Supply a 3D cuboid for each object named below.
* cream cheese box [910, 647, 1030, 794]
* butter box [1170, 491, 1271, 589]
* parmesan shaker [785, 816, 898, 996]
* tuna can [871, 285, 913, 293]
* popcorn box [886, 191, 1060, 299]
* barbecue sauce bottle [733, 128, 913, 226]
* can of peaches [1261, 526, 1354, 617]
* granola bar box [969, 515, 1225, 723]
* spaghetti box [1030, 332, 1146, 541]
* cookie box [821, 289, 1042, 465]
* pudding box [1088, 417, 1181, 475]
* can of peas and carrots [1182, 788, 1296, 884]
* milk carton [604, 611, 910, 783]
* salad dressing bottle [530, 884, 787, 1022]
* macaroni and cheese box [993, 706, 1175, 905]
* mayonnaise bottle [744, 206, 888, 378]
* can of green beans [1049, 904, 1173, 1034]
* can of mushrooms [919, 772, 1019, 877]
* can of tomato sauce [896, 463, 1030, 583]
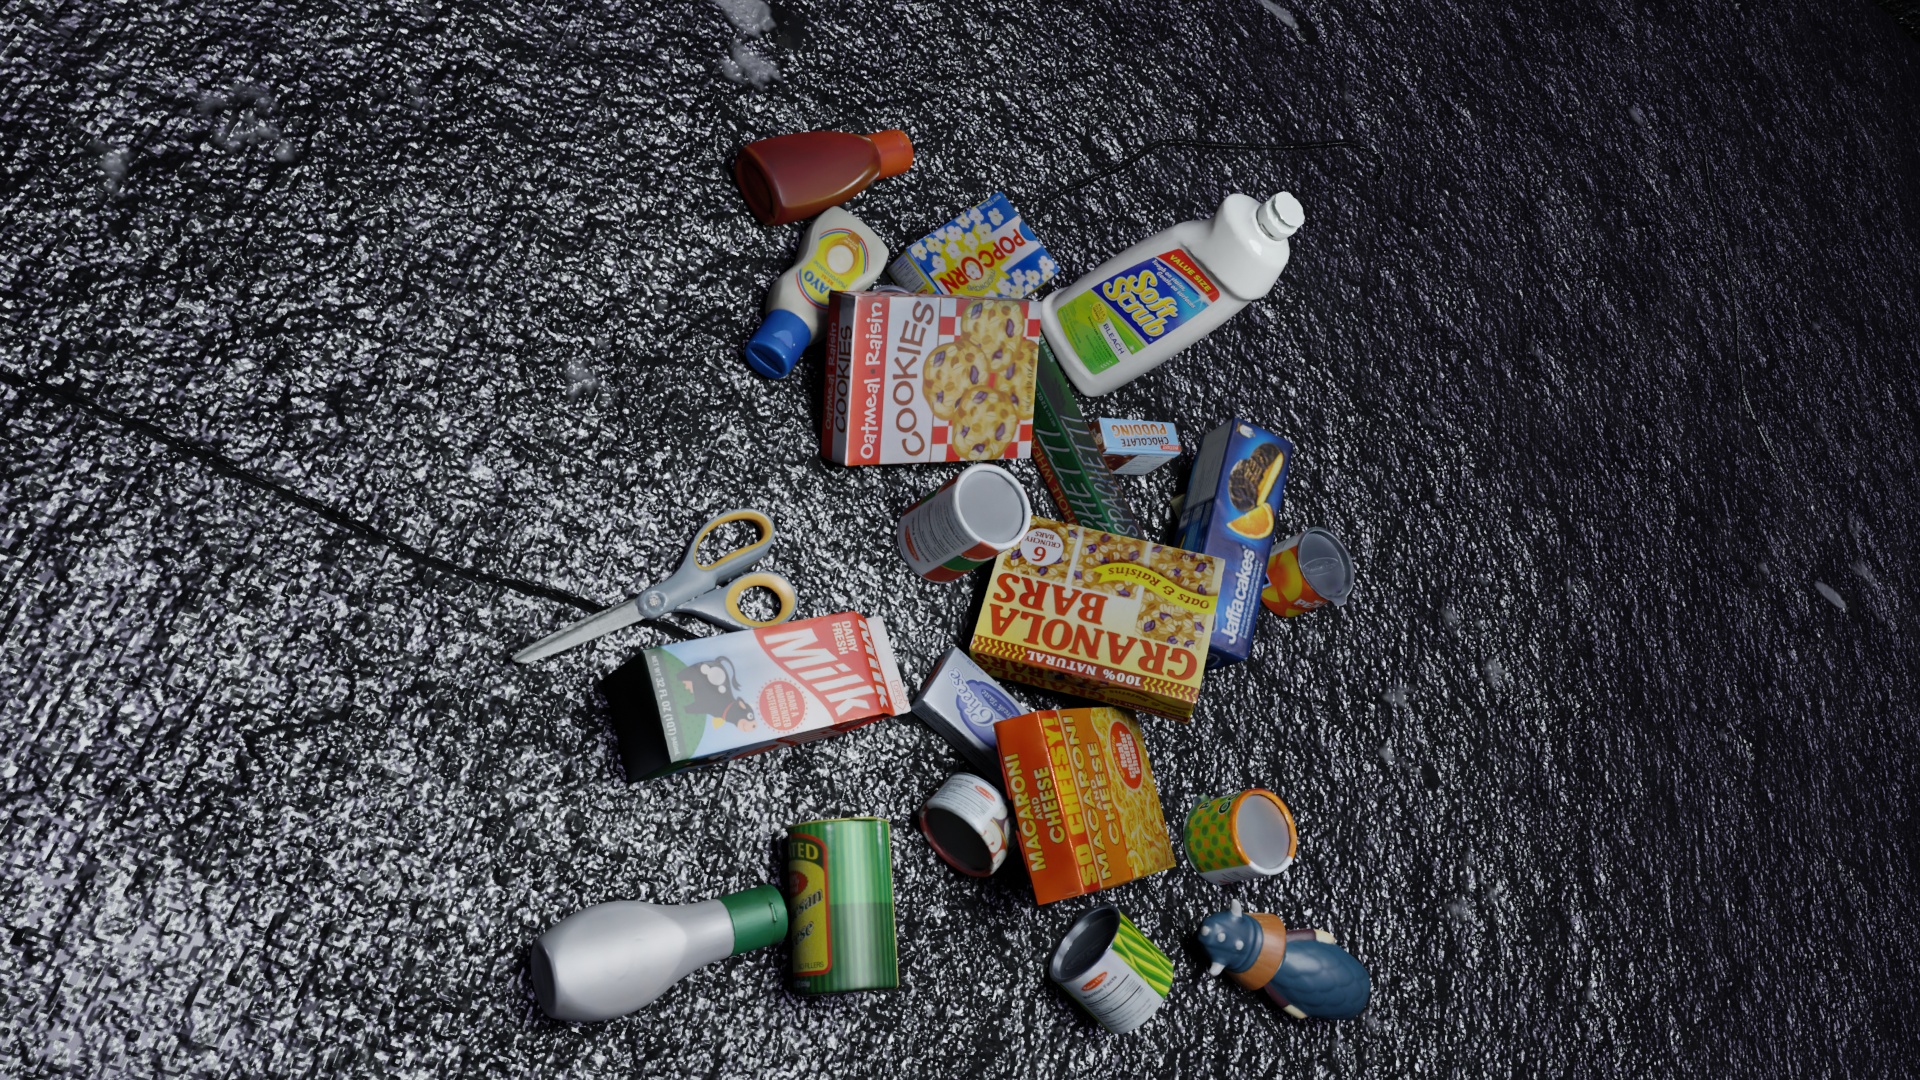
[{"bbox_3d":[0.016,0.131,1.001,0.103,0.024,0.053,42,55,-12],"label":"cream cheese box"},{"bbox_3d":[0.223,0.002,1.189,0.053,0.024,0.103,-17,81,-36],"label":"butter box"},{"bbox_3d":[-0.073,0.230,0.871,0.071,0.071,0.103,7,67,-31],"label":"parmesan shaker"},{"bbox_3d":[-0.052,-0.158,1.068,0.071,0.032,0.071,13,65,-29],"label":"tuna can"},{"bbox_3d":[0.011,-0.220,1.133,0.085,0.038,0.127,52,53,-3],"label":"popcorn box"},{"bbox_3d":[-0.102,-0.291,1.084,0.149,0.043,0.065,-27,84,-38],"label":"barbecue sauce bottle"},{"bbox_3d":[0.298,0.031,1.206,0.071,0.058,0.071,13,65,-30],"label":"can of peaches"},{"bbox_3d":[0.102,0.055,1.029,0.166,0.039,0.125,13,60,8],"label":"granola bar box"},{"bbox_3d":[0.088,-0.064,1.111,0.029,0.050,0.250,-23,85,-35],"label":"spaghetti box"},{"bbox_3d":[-0.021,-0.121,1.037,0.168,0.040,0.122,-5,105,-35],"label":"cookie box"},{"bbox_3d":[0.135,-0.077,1.148,0.084,0.049,0.030,0,70,-33],"label":"pudding box"},{"bbox_3d":[0.215,0.226,1.071,0.071,0.058,0.071,13,64,-29],"label":"can of peas and carrots"},{"bbox_3d":[-0.120,0.096,0.894,0.191,0.073,0.072,-9,77,-36],"label":"milk carton"},{"bbox_3d":[-0.174,0.239,0.820,0.148,0.043,0.064,-6,73,-36],"label":"salad dressing bottle"},{"bbox_3d":[0.089,0.182,0.975,0.166,0.040,0.124,10,62,-60],"label":"macaroni and cheese box"},{"bbox_3d":[-0.110,-0.182,1.035,0.064,0.041,0.149,38,54,-15],"label":"mayonnaise bottle"},{"bbox_3d":[0.105,0.298,0.965,0.058,0.071,0.071,45,53,-11],"label":"can of green beans"},{"bbox_3d":[0.007,0.195,0.944,0.071,0.070,0.034,52,52,-5],"label":"can of mushrooms"},{"bbox_3d":[0.004,-0.013,1.014,0.071,0.082,0.071,13,65,-29],"label":"can of tomato sauce"}]
